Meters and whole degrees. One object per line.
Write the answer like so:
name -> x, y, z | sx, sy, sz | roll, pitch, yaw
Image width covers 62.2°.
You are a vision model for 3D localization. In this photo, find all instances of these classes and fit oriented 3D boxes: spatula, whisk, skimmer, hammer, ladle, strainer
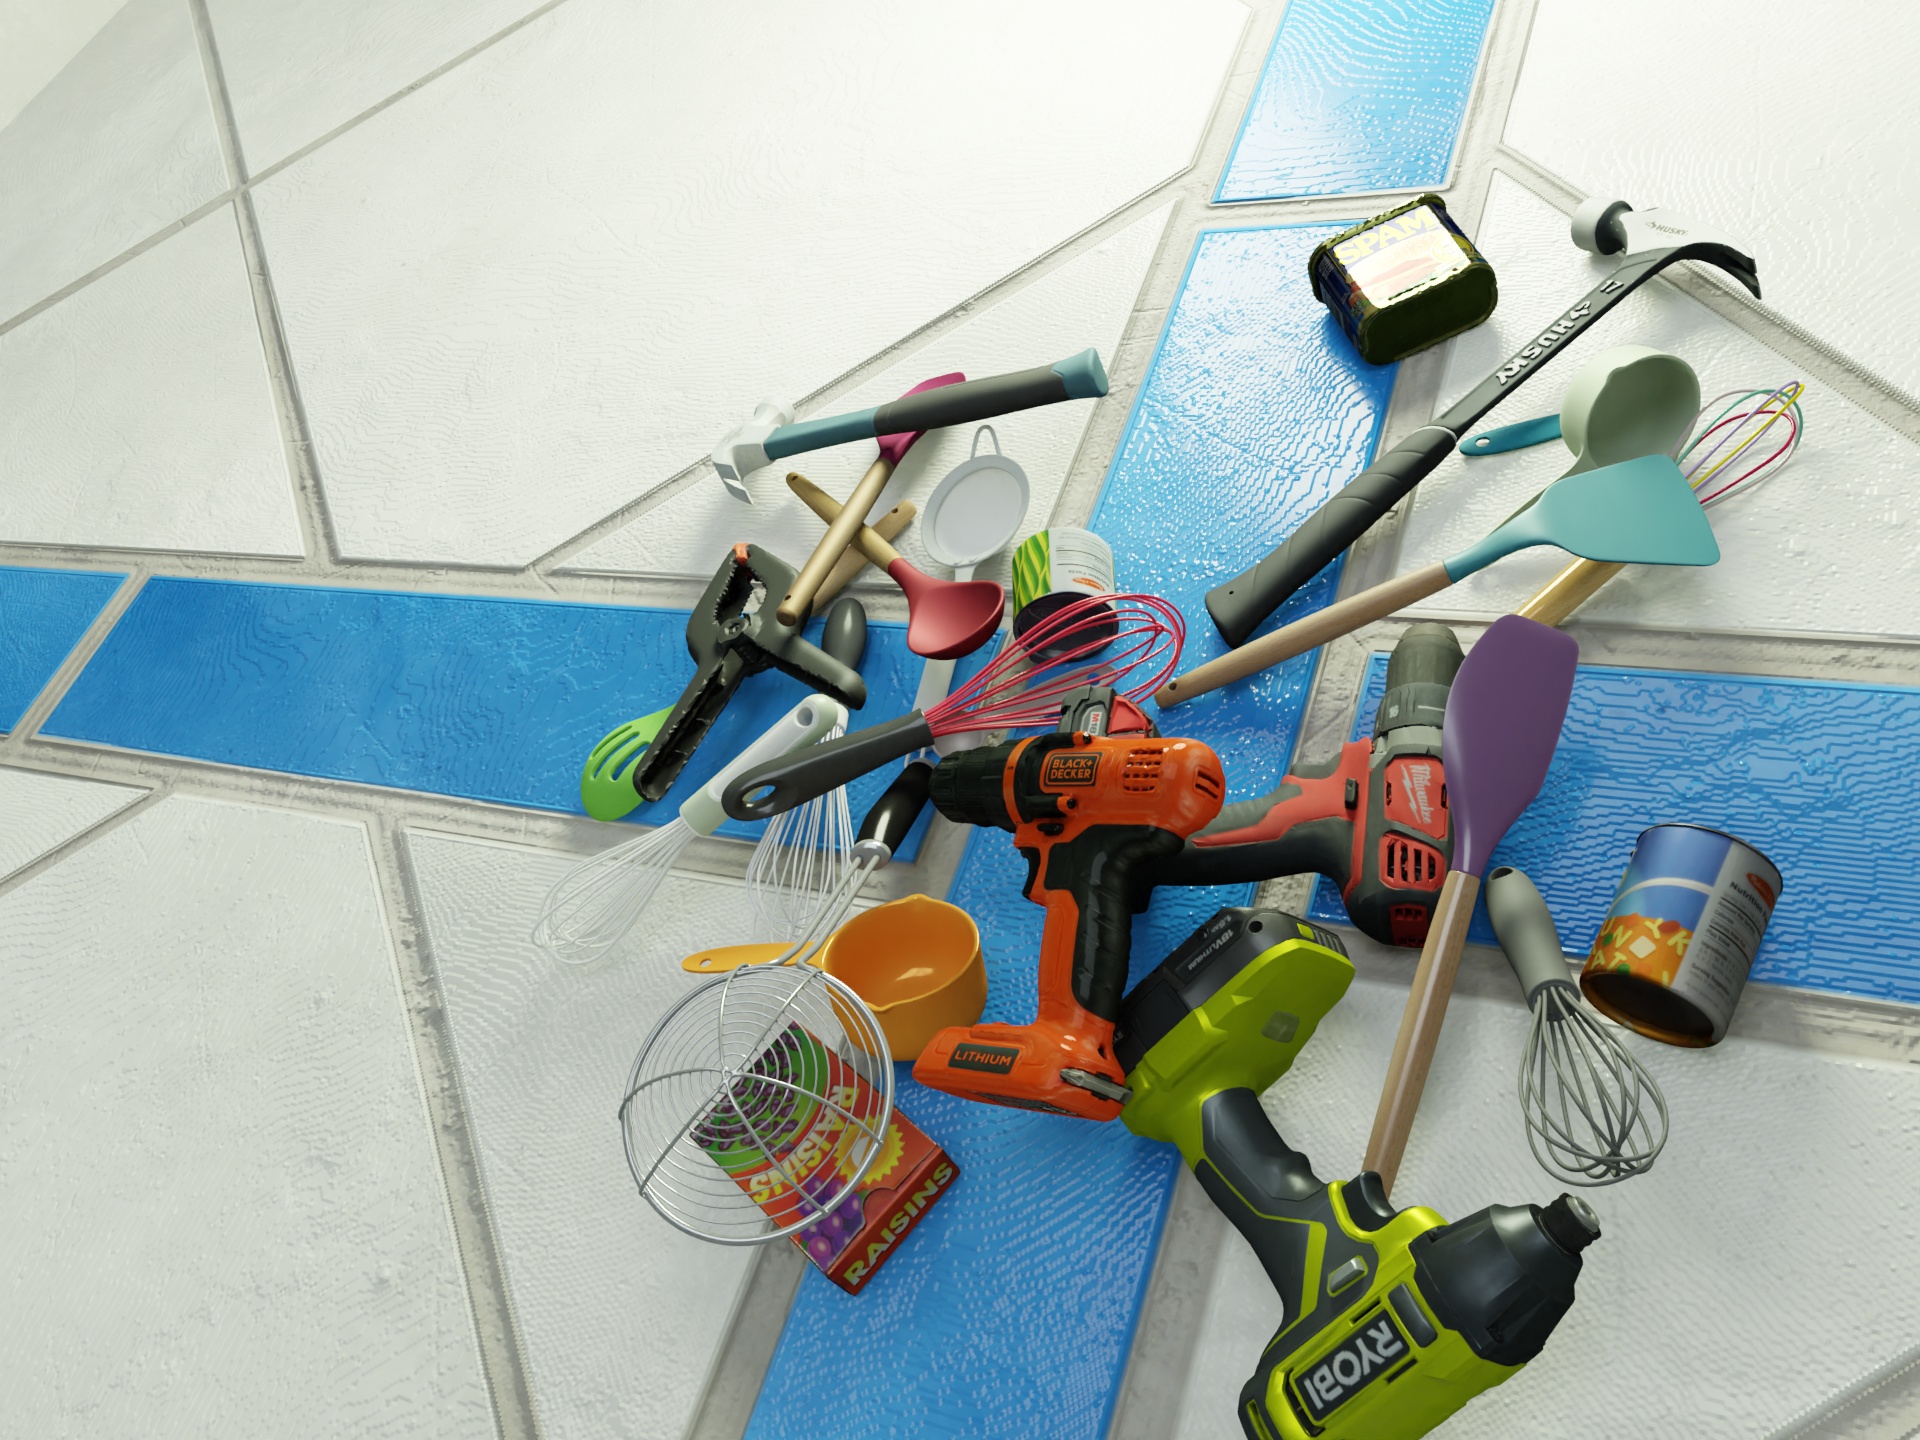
spatula -> 0.258, -0.067, 0.911 | 0.317, 0.044, 0.082 | -24, 52, 22
whisk -> 0.263, 0.126, 0.712 | 0.055, 0.055, 0.239 | -14, 19, 14
skimmer -> -0.063, 0.123, 0.833 | 0.127, 0.090, 0.363 | 1, 20, 13
spatula -> 0.232, 0.098, 0.761 | 0.059, 0.018, 0.316 | 19, 81, -4
hammer -> -0.043, -0.215, 1.122 | 0.331, 0.033, 0.128 | -5, 36, 34
hammer -> 0.311, -0.183, 0.985 | 0.409, 0.036, 0.149 | -40, 37, -6
whisk -> -0.001, -0.003, 0.939 | 0.296, 0.073, 0.073 | -22, 48, -5
ladle -> -0.055, -0.113, 1.076 | 0.069, 0.031, 0.316 | -38, 39, -7
strainer -> -0.002, -0.079, 1.052 | 0.087, 0.050, 0.259 | -4, 58, 34
whisk -> 0.389, -0.111, 0.906 | 0.245, 0.051, 0.047 | -40, 28, -4
whisk -> -0.086, 0.025, 1.001 | 0.070, 0.070, 0.285 | -9, 47, 18
whisk -> -0.169, 0.066, 0.969 | 0.246, 0.059, 0.058 | -40, 66, 12

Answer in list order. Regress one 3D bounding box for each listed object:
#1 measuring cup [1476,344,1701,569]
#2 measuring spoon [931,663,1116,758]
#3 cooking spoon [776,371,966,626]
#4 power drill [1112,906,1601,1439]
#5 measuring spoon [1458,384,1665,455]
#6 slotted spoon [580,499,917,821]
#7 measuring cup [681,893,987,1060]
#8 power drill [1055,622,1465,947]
measuring cup -> 0.357, -0.152, 0.940 | 0.167, 0.083, 0.038 | -43, 31, 11
measuring spoon -> 0.039, -0.008, 0.993 | 0.124, 0.034, 0.018 | -22, 4, 0
cooking spoon -> -0.062, -0.163, 1.110 | 0.069, 0.017, 0.319 | -8, 35, 29
power drill -> 0.163, 0.199, 0.710 | 0.171, 0.080, 0.223 | -47, 45, 19
measuring spoon -> 0.372, -0.189, 0.980 | 0.128, 0.021, 0.042 | -14, 50, 13
slotted spoon -> -0.145, -0.049, 1.102 | 0.314, 0.031, 0.070 | -44, 46, -14
measuring cup -> -0.069, 0.148, 0.881 | 0.173, 0.052, 0.095 | -5, 31, 16
power drill -> 0.169, 0.028, 0.870 | 0.227, 0.080, 0.188 | 1, 55, 21
